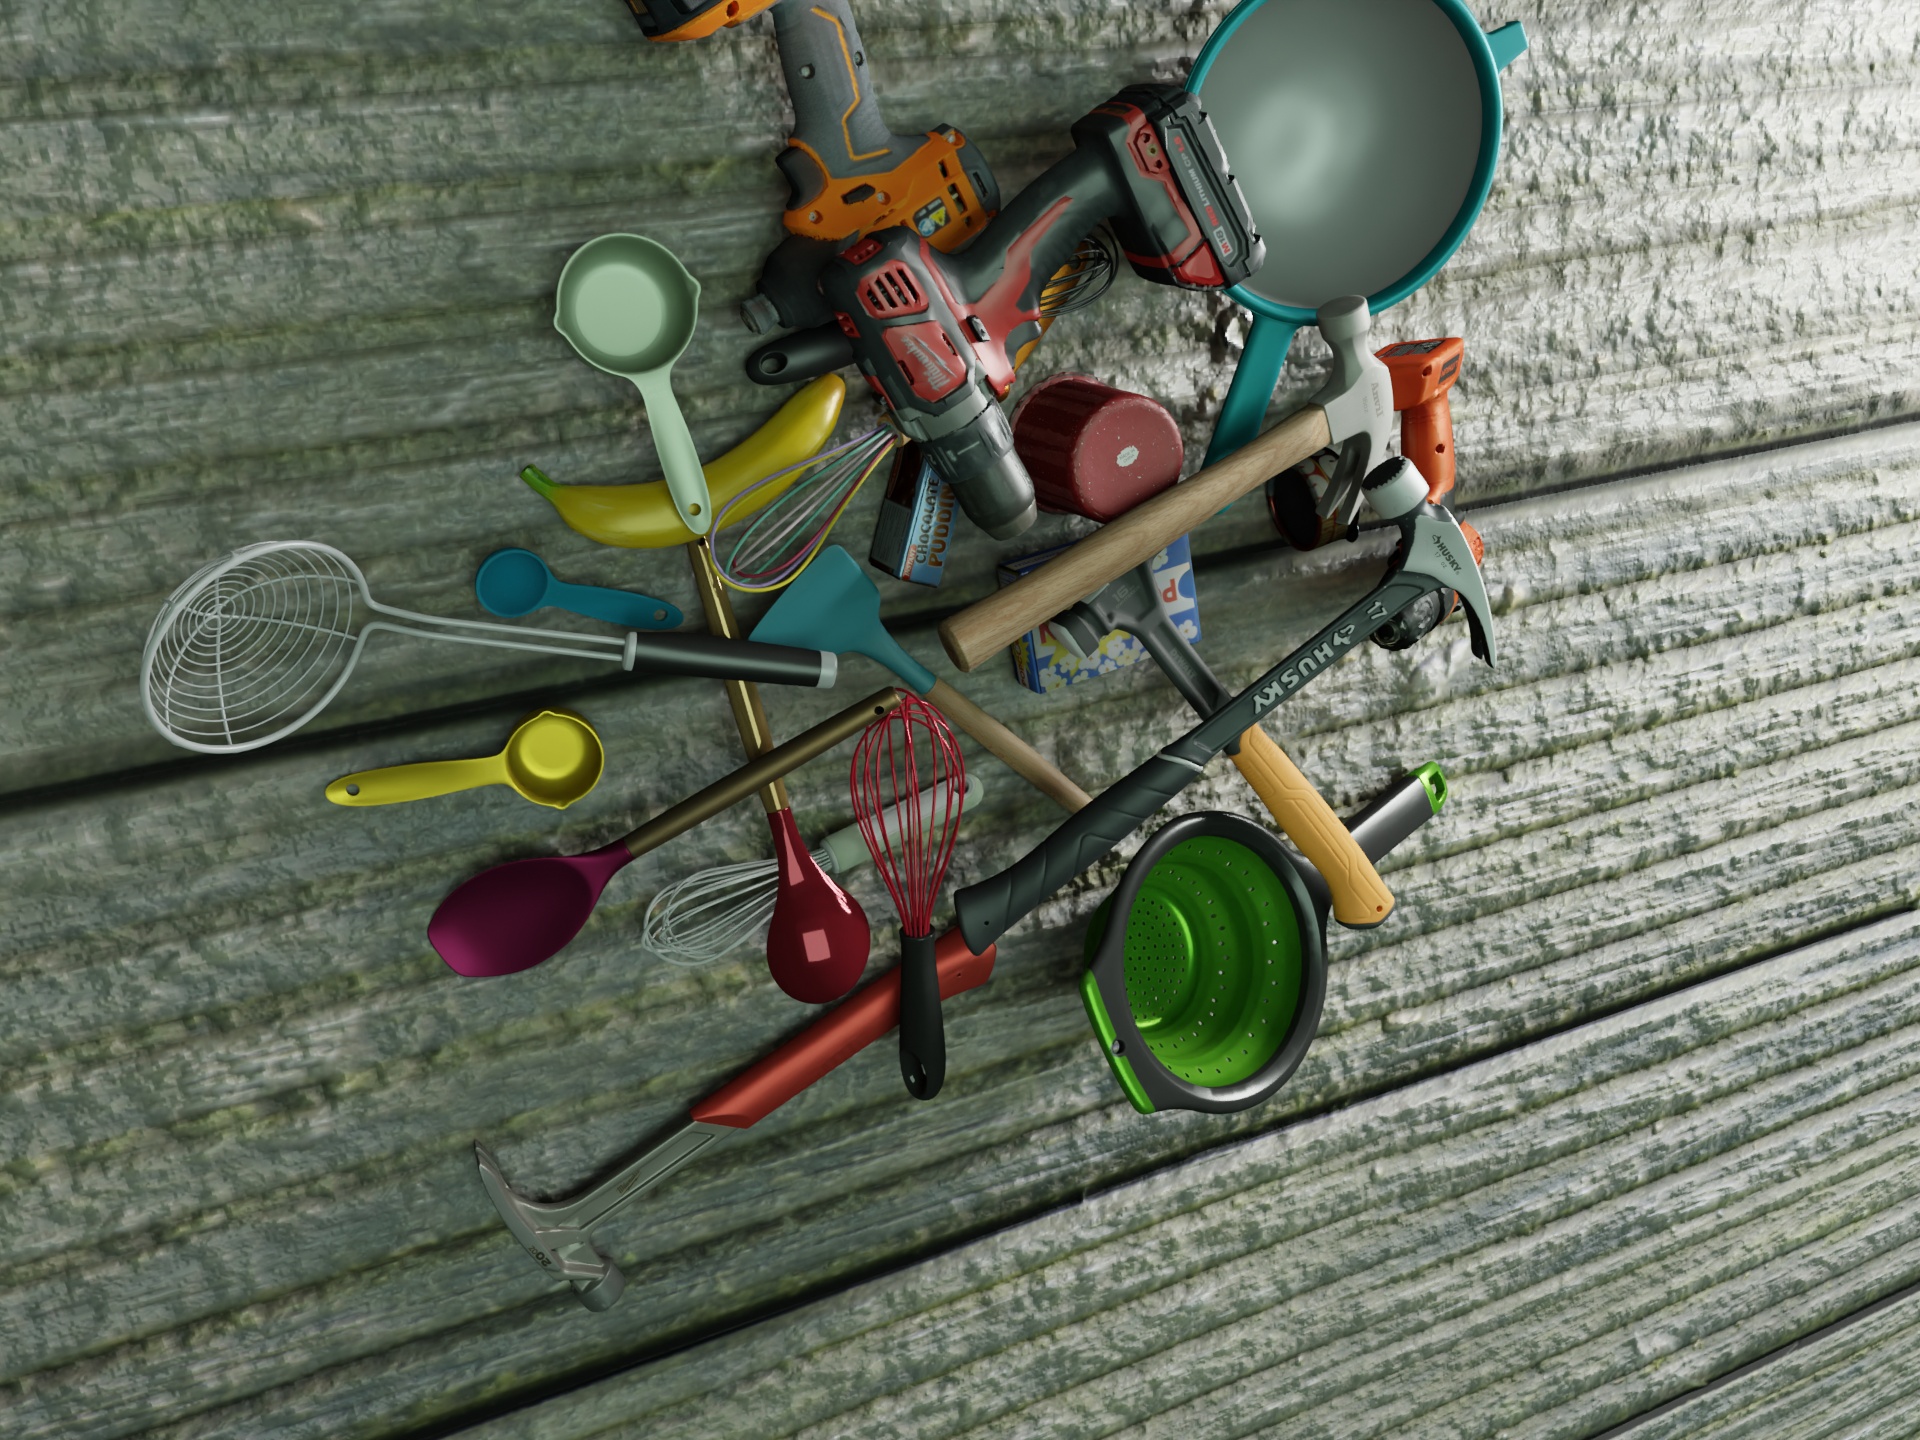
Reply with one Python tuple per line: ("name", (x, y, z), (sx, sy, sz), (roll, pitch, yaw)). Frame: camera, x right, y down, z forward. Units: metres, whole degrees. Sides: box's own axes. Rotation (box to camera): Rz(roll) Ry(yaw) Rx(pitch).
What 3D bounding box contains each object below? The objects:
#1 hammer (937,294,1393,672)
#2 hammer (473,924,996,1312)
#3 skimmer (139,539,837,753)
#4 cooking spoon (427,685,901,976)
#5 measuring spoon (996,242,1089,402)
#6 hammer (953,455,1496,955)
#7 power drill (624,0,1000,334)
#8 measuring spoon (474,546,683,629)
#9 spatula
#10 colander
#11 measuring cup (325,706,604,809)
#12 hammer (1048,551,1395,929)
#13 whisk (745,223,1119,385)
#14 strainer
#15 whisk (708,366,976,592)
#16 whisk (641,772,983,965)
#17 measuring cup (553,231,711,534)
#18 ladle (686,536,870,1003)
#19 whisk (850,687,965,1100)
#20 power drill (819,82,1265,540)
("hammer", (0.131, -0.125, 0.968), (0.331, 0.031, 0.130), (-32, 123, -13))
("hammer", (-0.134, 0.236, 1.055), (0.359, 0.037, 0.149), (-34, 117, -11))
("skimmer", (-0.241, -0.027, 0.869), (0.363, 0.090, 0.127), (5, 125, -19))
("cooking spoon", (-0.175, 0.063, 0.949), (0.319, 0.017, 0.068), (-30, 111, 4))
("measuring spoon", (0.049, -0.249, 0.995), (0.021, 0.011, 0.117), (31, 92, -30))
("hammer", (0.159, 0.016, 1.017), (0.409, 0.036, 0.149), (-39, 110, 7))
("power drill", (-0.092, -0.331, 0.865), (0.164, 0.084, 0.226), (-38, 122, -9))
("measuring spoon", (-0.222, -0.074, 0.927), (0.128, 0.021, 0.042), (12, 113, -37))
("spatula", (-0.002, -0.003, 1.034), (0.317, 0.044, 0.082), (37, 100, -31))
("colander", (0.213, 0.132, 1.159), (0.397, 0.094, 0.204), (-31, 101, -33))
("measuring cup", (-0.287, 0.027, 0.927), (0.156, 0.029, 0.062), (-9, 110, -10))
("hammer", (0.202, 0.015, 1.073), (0.127, 0.034, 0.336), (-43, 112, -7))
("whisk", (-0.015, -0.246, 0.946), (0.239, 0.055, 0.055), (-21, 114, -11))
("strainer", (0.200, -0.302, 1.009), (0.211, 0.095, 0.340), (9, 114, -18))
("whisk", (-0.053, -0.154, 0.934), (0.245, 0.047, 0.051), (-44, 150, -25))
("whisk", (-0.091, 0.090, 1.023), (0.246, 0.058, 0.059), (-25, 150, -20))
("measuring cup", (-0.173, -0.184, 0.885), (0.083, 0.038, 0.167), (-21, 105, -17))
("ladle", (-0.118, 0.029, 0.968), (0.069, 0.031, 0.315), (-20, 101, -22))
("whisk", (-0.029, 0.117, 1.014), (0.073, 0.073, 0.295), (-11, 114, -21))
("power drill", (0.054, -0.227, 0.894), (0.226, 0.080, 0.187), (-35, 118, -4))
